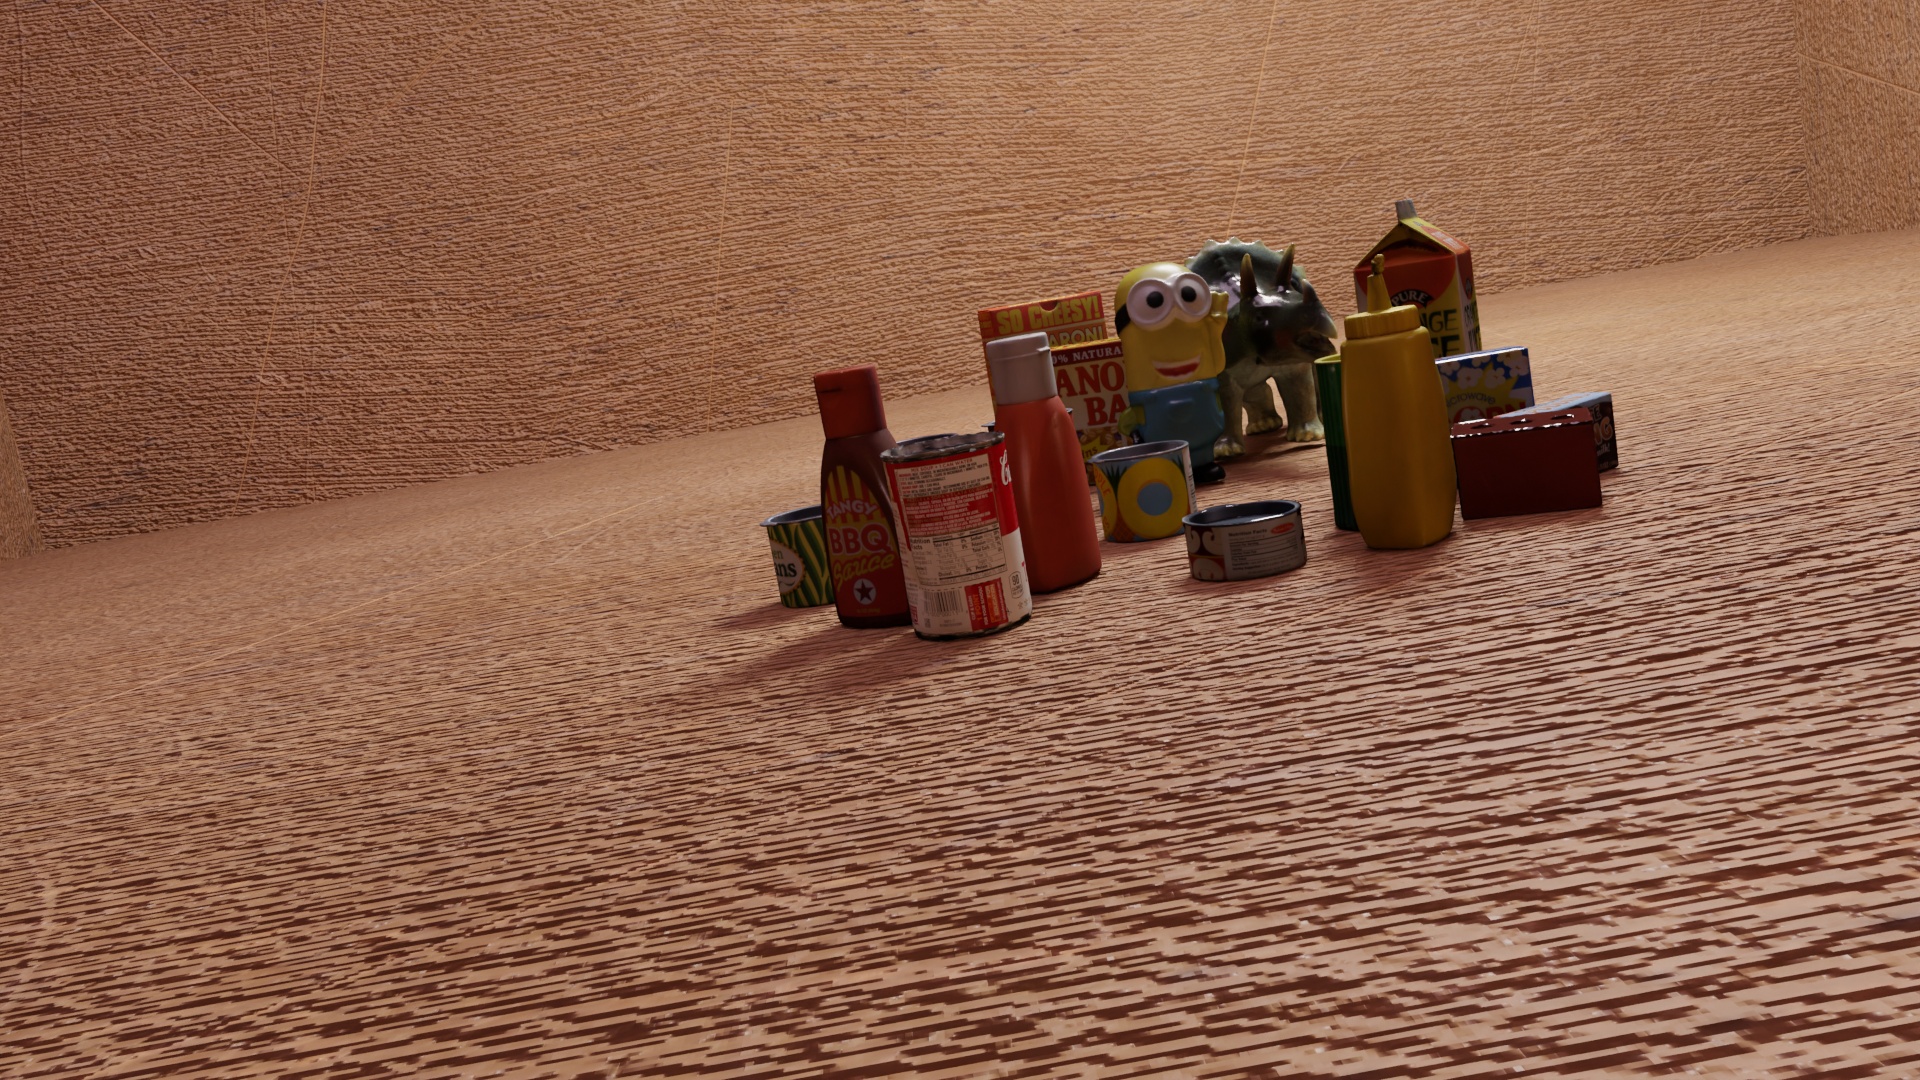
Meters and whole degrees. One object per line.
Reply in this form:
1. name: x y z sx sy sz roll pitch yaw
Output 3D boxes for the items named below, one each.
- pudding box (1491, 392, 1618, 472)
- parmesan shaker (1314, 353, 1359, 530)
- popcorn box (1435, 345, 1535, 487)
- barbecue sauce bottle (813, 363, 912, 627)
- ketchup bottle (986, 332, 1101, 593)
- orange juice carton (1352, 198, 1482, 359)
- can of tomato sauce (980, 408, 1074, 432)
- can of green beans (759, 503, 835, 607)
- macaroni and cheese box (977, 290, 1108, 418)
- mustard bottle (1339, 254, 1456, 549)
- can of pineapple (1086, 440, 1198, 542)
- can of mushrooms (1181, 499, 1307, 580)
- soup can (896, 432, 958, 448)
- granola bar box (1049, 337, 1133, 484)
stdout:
1. pudding box: 0.373 -0.062 0.872 0.084 0.049 0.030 -15 10 -28
2. parmesan shaker: 0.256 -0.063 0.838 0.071 0.103 0.071 -10 9 2
3. popcorn box: 0.311 -0.076 0.916 0.127 0.085 0.038 -9 9 4
4. barbecue sauce bottle: -0.053 -0.026 0.801 0.065 0.148 0.044 -4 10 33
5. ketchup bottle: 0.046 -0.047 0.821 0.043 0.148 0.065 -3 12 41
6. orange juice carton: 0.330 -0.148 0.996 0.073 0.192 0.072 -5 10 29
7. can of tomato sauce: 0.057 -0.054 1.055 0.071 0.083 0.071 -10 9 2
8. can of green beans: -0.091 0.008 0.916 0.071 0.057 0.071 -10 9 2
9. macaroni and cheese box: 0.093 -0.158 1.389 0.124 0.166 0.040 -13 9 -19
10. mustard bottle: 0.238 -0.078 0.767 0.049 0.160 0.065 -3 11 38
11. can of pineapple: 0.123 -0.033 0.939 0.071 0.057 0.071 -10 9 2
12. can of mushrooms: 0.159 -0.001 0.781 0.071 0.033 0.071 -10 9 2
13. soup can: -0.029 -0.031 1.009 0.071 0.083 0.071 -10 9 2
14. granola bar box: 0.121 -0.112 1.215 0.165 0.124 0.039 -5 10 29
